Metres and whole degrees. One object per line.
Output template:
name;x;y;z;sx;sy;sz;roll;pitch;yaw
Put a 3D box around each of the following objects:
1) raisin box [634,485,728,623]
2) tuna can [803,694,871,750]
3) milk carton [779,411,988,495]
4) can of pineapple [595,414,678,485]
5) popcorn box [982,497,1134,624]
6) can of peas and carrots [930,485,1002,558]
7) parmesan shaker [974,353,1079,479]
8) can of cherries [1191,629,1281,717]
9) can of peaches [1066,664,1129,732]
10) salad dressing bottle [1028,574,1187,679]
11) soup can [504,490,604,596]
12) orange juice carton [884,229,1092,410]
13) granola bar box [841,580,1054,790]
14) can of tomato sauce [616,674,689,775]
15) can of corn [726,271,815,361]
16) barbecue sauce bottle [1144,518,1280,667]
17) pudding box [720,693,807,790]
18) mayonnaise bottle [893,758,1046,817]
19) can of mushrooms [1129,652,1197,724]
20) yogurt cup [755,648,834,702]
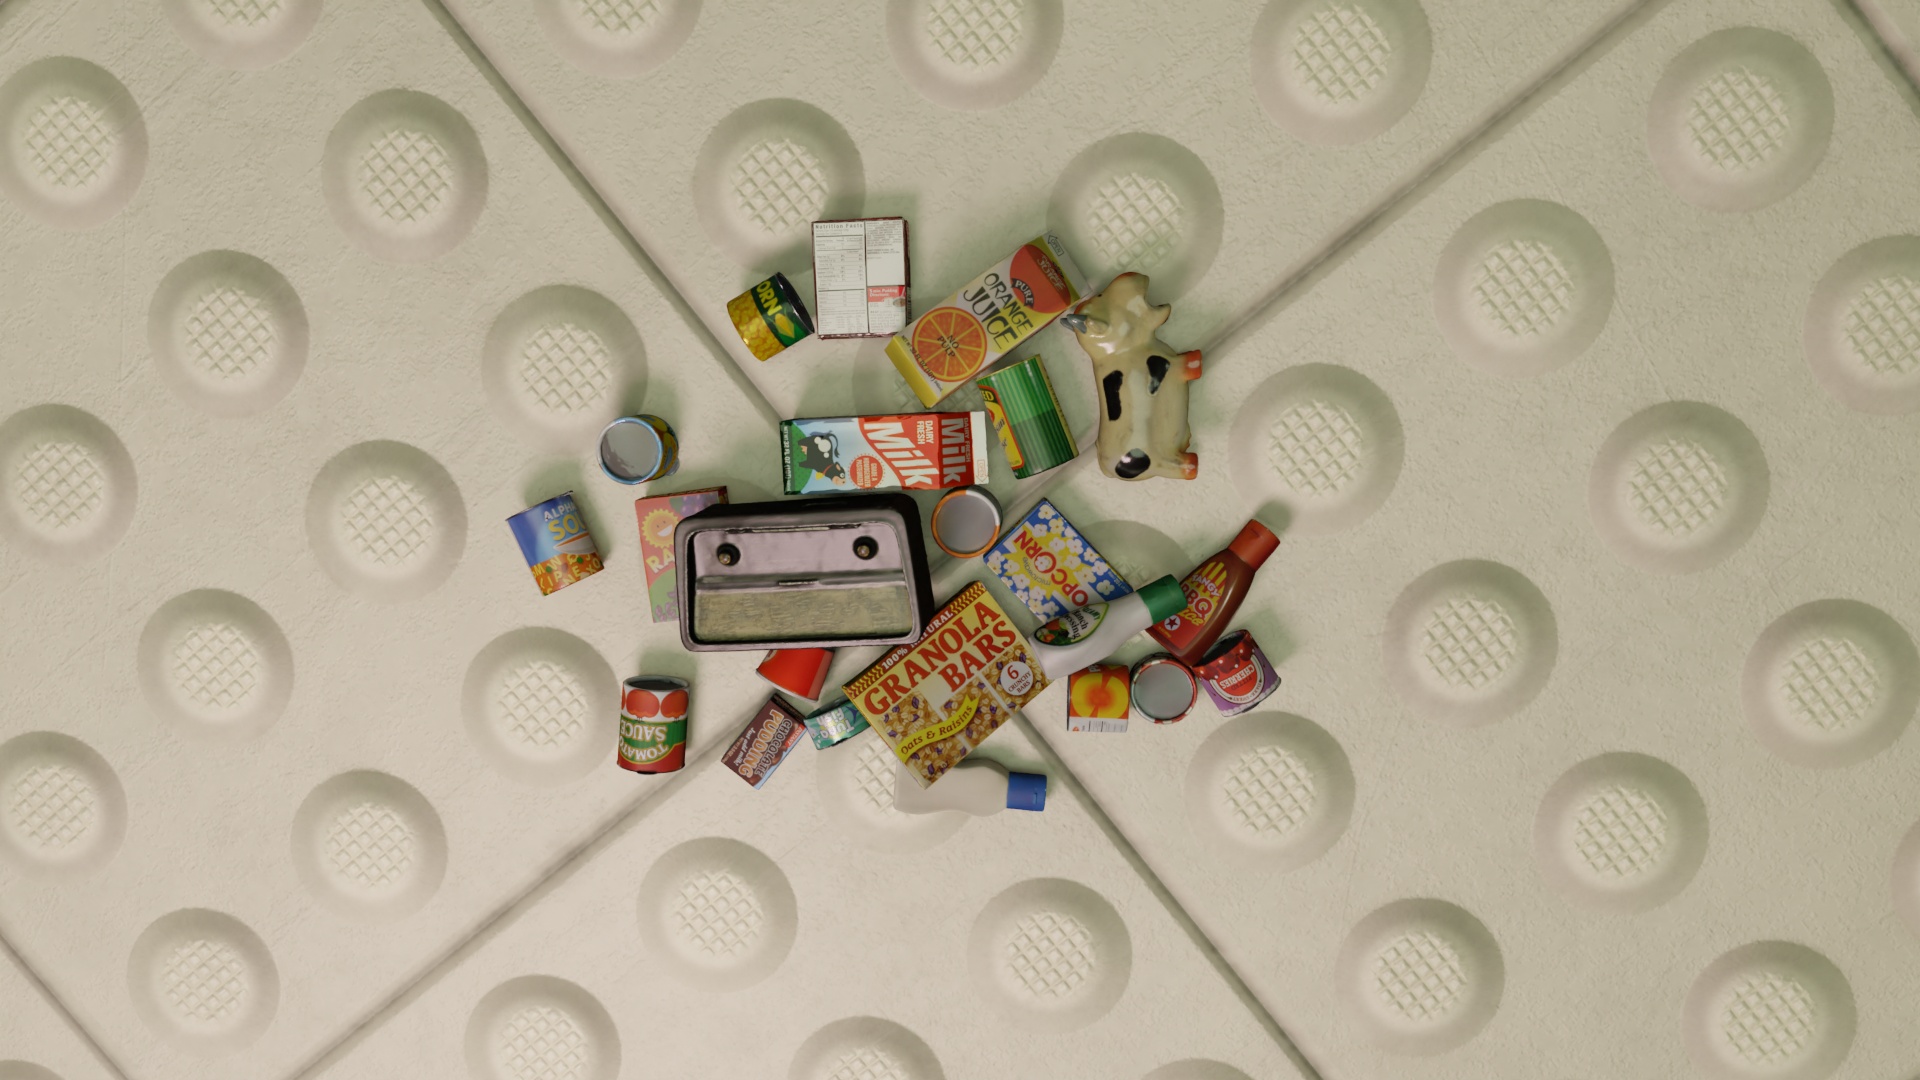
raisin box;-0.264;0.014;1.358;0.086;0.040;0.123;-7;98;5
tuna can;-0.118;0.175;1.351;0.071;0.071;0.033;-25;94;6
milk carton;-0.070;-0.084;1.317;0.191;0.073;0.072;-3;96;3
can of pineapple;-0.310;-0.087;1.339;0.071;0.058;0.071;0;97;3
popcorn box;0.094;0.032;1.338;0.085;0.038;0.126;-44;92;6
can of peas and carrots;0.005;-0.017;1.328;0.071;0.059;0.071;0;97;4
parmesan shaker;0.063;-0.116;1.306;0.071;0.071;0.103;-22;95;6
can of cherries;0.262;0.126;1.322;0.071;0.071;0.058;-33;94;7
can of peaches;0.132;0.149;1.336;0.058;0.071;0.071;2;97;3
salad dressing bottle;0.138;0.078;1.293;0.148;0.064;0.043;-25;116;-3
soup can;-0.391;0.003;1.350;0.071;0.071;0.083;-24;96;6
orange juice carton;0.029;-0.207;1.283;0.193;0.073;0.072;-37;93;-11
granola bar box;-0.011;0.137;1.331;0.166;0.039;0.124;-39;94;-13
can of tomato sauce;-0.302;0.180;1.364;0.071;0.071;0.083;6;97;3
can of corn;-0.180;-0.212;1.310;0.058;0.071;0.071;-29;94;7
barbecue sauce bottle;0.243;0.047;1.323;0.148;0.043;0.065;-49;50;1
pudding box;-0.193;0.200;1.380;0.049;0.030;0.083;39;98;-2
mayonnaise bottle;0.010;0.242;1.368;0.148;0.041;0.064;6;99;2
can of mushrooms;0.198;0.142;1.348;0.071;0.033;0.071;0;96;4
yogurt cup;-0.158;0.120;1.352;0.072;0.072;0.054;27;90;0
